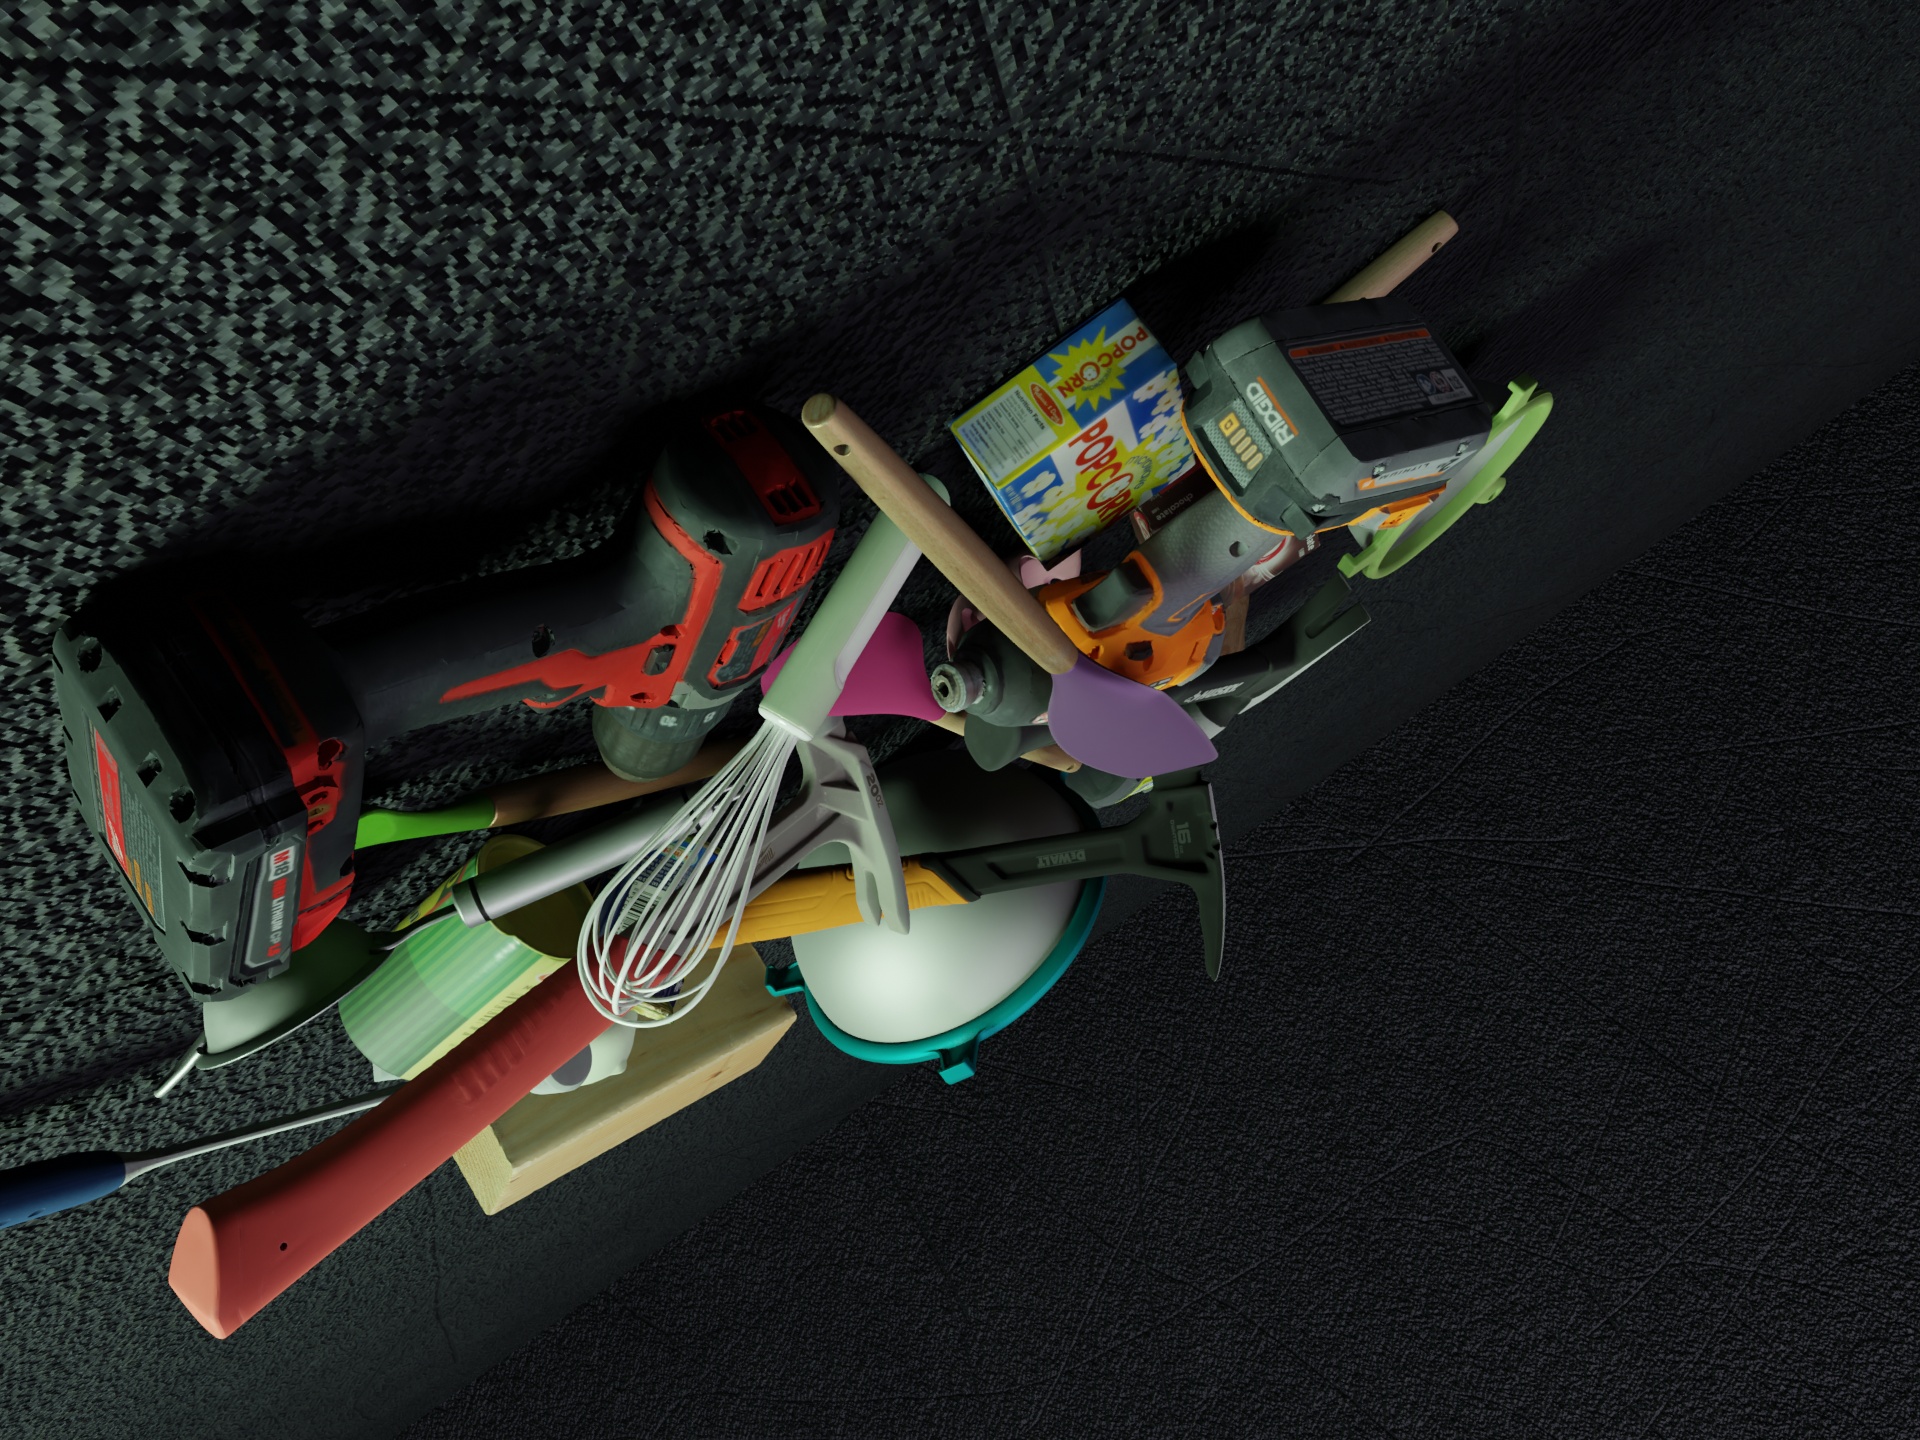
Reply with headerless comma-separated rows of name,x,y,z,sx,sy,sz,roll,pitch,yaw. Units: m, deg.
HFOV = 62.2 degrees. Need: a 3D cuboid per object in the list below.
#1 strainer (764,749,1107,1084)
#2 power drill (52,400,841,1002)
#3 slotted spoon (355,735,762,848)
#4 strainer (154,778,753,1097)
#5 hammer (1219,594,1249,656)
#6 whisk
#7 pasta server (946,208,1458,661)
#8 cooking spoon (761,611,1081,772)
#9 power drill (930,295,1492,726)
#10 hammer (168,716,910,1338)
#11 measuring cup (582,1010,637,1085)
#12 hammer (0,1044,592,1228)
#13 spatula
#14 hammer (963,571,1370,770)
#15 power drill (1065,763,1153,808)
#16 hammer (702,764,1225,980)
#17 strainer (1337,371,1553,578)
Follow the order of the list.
strainer,0.011,0.041,0.962,0.340,0.211,0.095,-53,127,-19
power drill,-0.151,-0.003,0.510,0.226,0.080,0.187,-28,165,-35
slotted spoon,-0.179,0.033,0.652,0.070,0.031,0.313,-29,173,29
strainer,-0.203,0.074,0.633,0.258,0.050,0.087,-23,-164,-10
hammer,0.180,-0.089,1.062,0.130,0.031,0.331,-35,166,1
whisk,-0.072,0.008,0.622,0.246,0.059,0.057,-59,163,-7
pasta server,0.111,-0.128,0.765,0.316,0.040,0.060,-39,157,12
cooking spoon,-0.001,-0.003,0.787,0.068,0.017,0.318,-40,157,14
power drill,0.091,-0.071,0.664,0.164,0.084,0.226,-19,163,-40
hammer,-0.157,0.125,0.673,0.359,0.037,0.149,-39,126,-38
measuring cup,-0.194,0.139,0.913,0.167,0.083,0.038,-44,159,-47
hammer,-0.358,0.192,0.685,0.144,0.035,0.405,-15,174,34
spatula,0.026,-0.033,0.598,0.060,0.018,0.315,-15,152,21
hammer,0.111,-0.018,0.872,0.146,0.035,0.334,-40,164,32
power drill,0.058,0.065,1.135,0.223,0.080,0.171,-35,171,23
hammer,-0.029,0.095,0.846,0.337,0.127,0.034,-8,180,2
strainer,0.307,-0.168,1.024,0.151,0.069,0.256,-49,166,23
